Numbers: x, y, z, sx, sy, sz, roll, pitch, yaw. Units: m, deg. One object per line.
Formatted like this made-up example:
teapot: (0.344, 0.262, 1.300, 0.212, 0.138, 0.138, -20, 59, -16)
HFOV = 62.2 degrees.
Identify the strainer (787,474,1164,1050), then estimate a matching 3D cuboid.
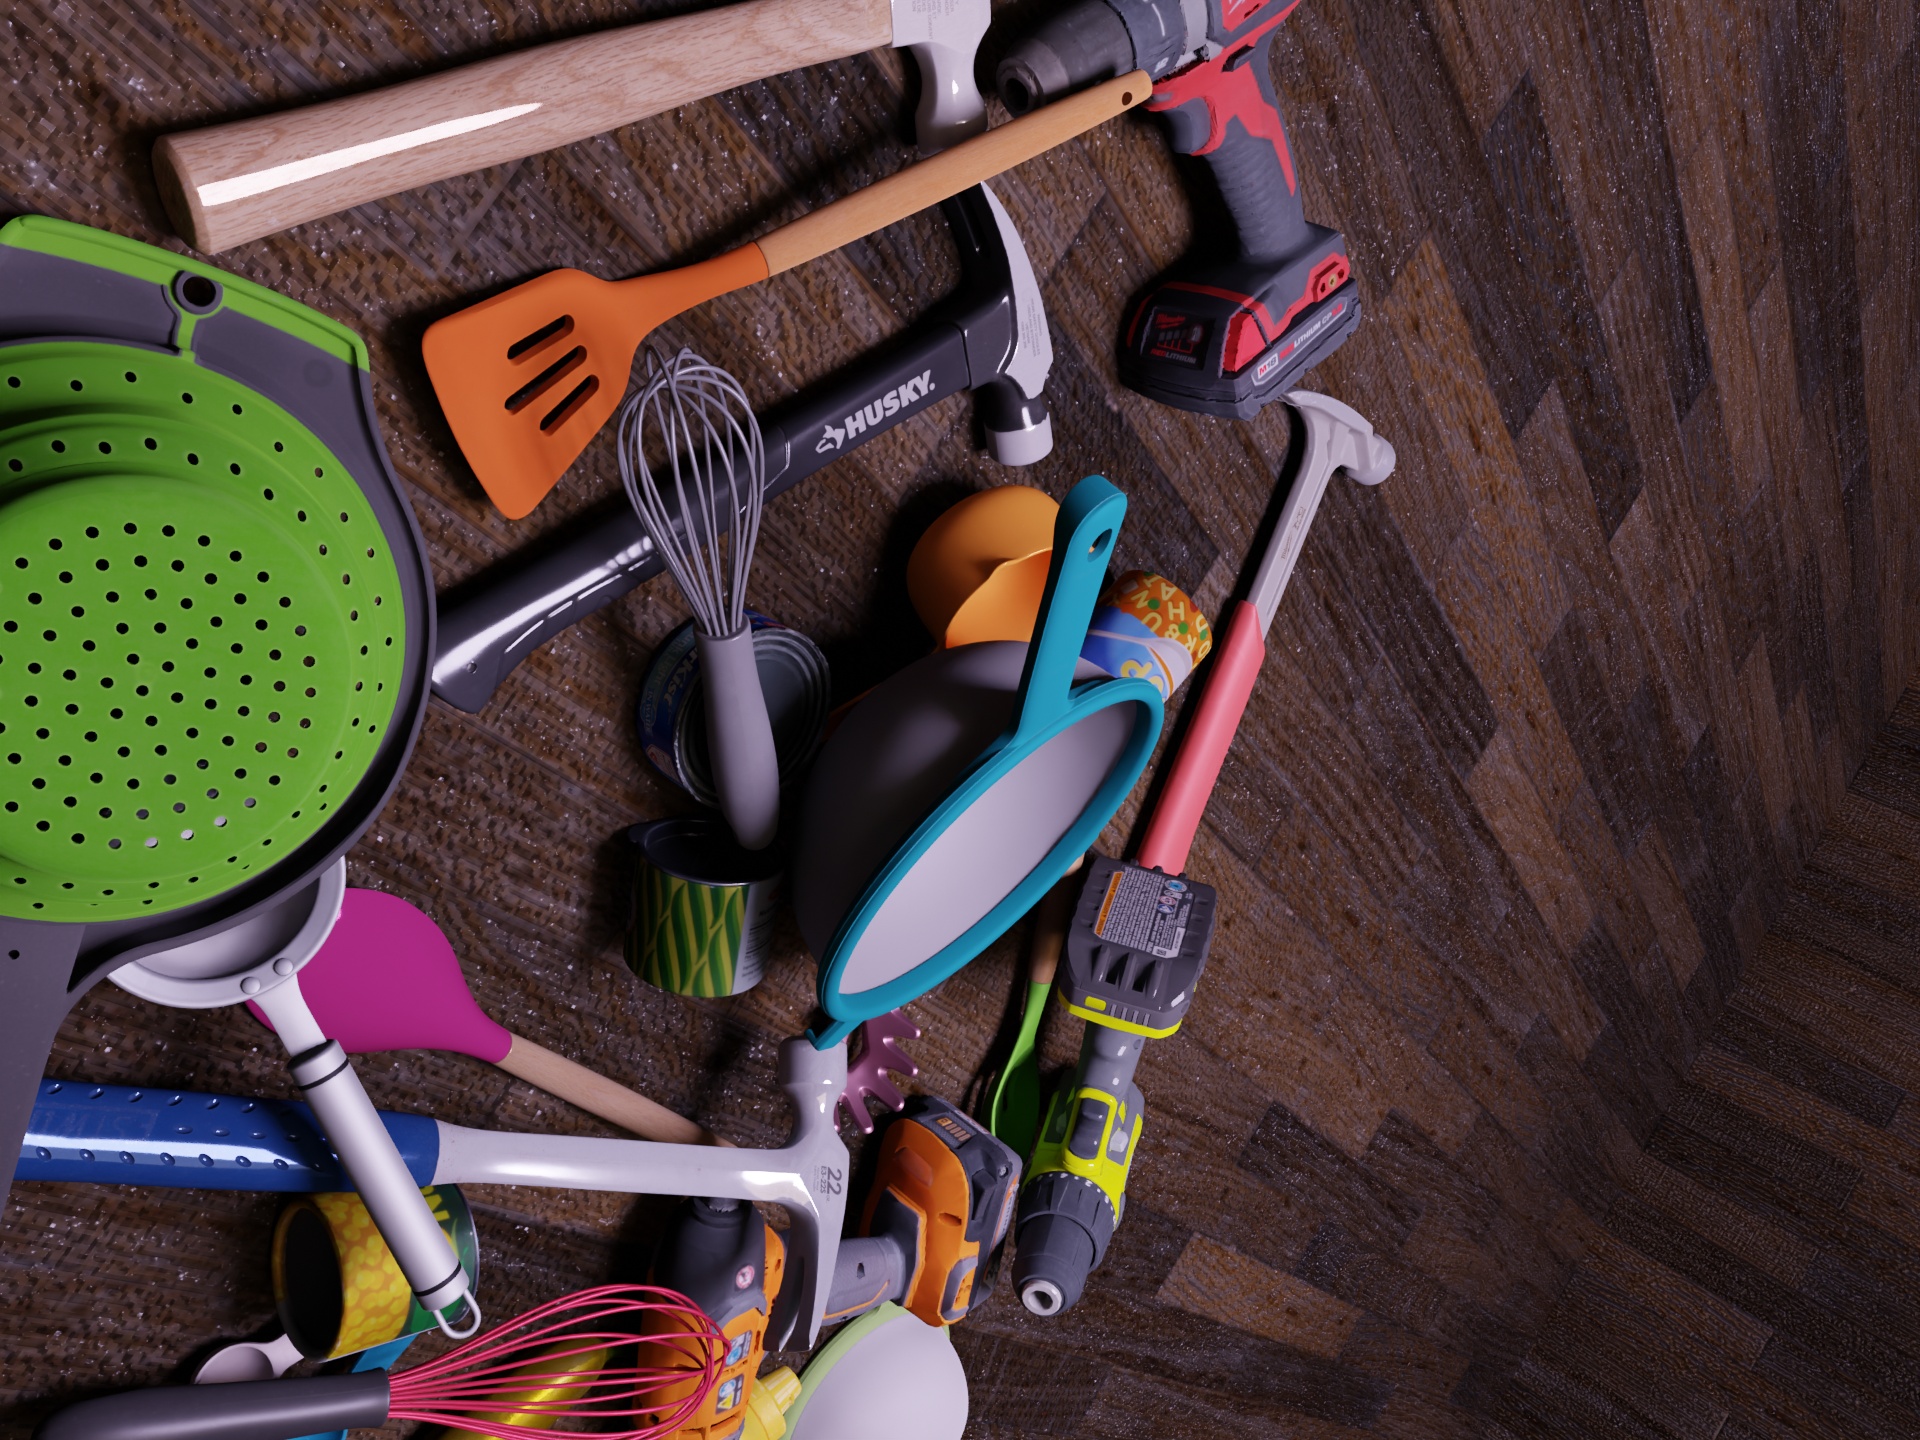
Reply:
strainer: (-0.001, -0.002, 0.692, 0.211, 0.095, 0.340, -34, 156, -29)

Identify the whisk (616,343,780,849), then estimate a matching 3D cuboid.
whisk: (-0.096, -0.038, 0.628, 0.055, 0.055, 0.238, -33, 138, -31)

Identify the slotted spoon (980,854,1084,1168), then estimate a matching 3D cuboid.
slotted spoon: (0.054, 0.132, 0.961, 0.070, 0.031, 0.313, -20, 125, -61)

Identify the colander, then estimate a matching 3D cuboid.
colander: (-0.265, 0.060, 0.457, 0.204, 0.095, 0.397, 16, 93, -37)

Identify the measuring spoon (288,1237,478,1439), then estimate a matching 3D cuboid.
measuring spoon: (-0.265, 0.279, 0.706, 0.129, 0.021, 0.042, -51, 139, -28)

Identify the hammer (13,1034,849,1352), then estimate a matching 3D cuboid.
hammer: (-0.202, 0.179, 0.634, 0.405, 0.035, 0.144, 19, 61, -42)

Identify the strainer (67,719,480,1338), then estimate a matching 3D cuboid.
strainer: (-0.234, 0.115, 0.565, 0.087, 0.050, 0.258, -29, 105, -25)

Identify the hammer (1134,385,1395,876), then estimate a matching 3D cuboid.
hammer: (0.162, -0.025, 0.983, 0.149, 0.037, 0.359, 11, 102, -50)

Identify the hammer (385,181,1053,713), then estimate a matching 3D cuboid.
hammer: (-0.087, -0.107, 0.659, 0.335, 0.035, 0.146, -37, 136, -28)

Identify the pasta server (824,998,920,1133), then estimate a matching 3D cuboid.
pasta server: (-0.013, 0.067, 0.841, 0.060, 0.040, 0.316, 15, 99, -40)

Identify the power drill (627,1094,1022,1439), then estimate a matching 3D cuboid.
power drill: (-0.072, 0.285, 0.863, 0.226, 0.084, 0.164, -11, 120, -44)

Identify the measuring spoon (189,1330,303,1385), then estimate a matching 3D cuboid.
measuring spoon: (-0.272, 0.253, 0.682, 0.124, 0.018, 0.034, -31, 113, -42)

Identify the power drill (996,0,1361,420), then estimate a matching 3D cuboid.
power drill: (0.108, -0.258, 0.757, 0.188, 0.080, 0.226, -40, 134, -25)

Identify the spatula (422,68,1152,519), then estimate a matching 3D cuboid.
spatula: (-0.053, -0.185, 0.617, 0.322, 0.041, 0.080, -30, 133, -16)

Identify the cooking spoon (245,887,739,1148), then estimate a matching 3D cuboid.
cooking spoon: (-0.189, 0.154, 0.710, 0.069, 0.017, 0.318, -53, 140, -8)

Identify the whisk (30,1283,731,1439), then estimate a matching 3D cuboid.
whisk: (-0.227, 0.284, 0.675, 0.295, 0.073, 0.073, 10, 104, -39)

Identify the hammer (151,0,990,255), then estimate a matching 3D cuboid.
hammer: (-0.115, -0.230, 0.558, 0.331, 0.031, 0.130, -31, 133, -32)

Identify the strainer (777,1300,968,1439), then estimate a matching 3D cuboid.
strainer: (-0.024, 0.476, 1.040, 0.151, 0.069, 0.256, -50, 138, -15)

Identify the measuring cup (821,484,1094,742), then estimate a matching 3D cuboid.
measuring cup: (-0.018, -0.049, 0.765, 0.173, 0.052, 0.095, -32, 155, 3)

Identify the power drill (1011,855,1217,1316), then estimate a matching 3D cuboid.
power drill: (0.082, 0.215, 0.935, 0.191, 0.080, 0.228, -56, 158, -63)
